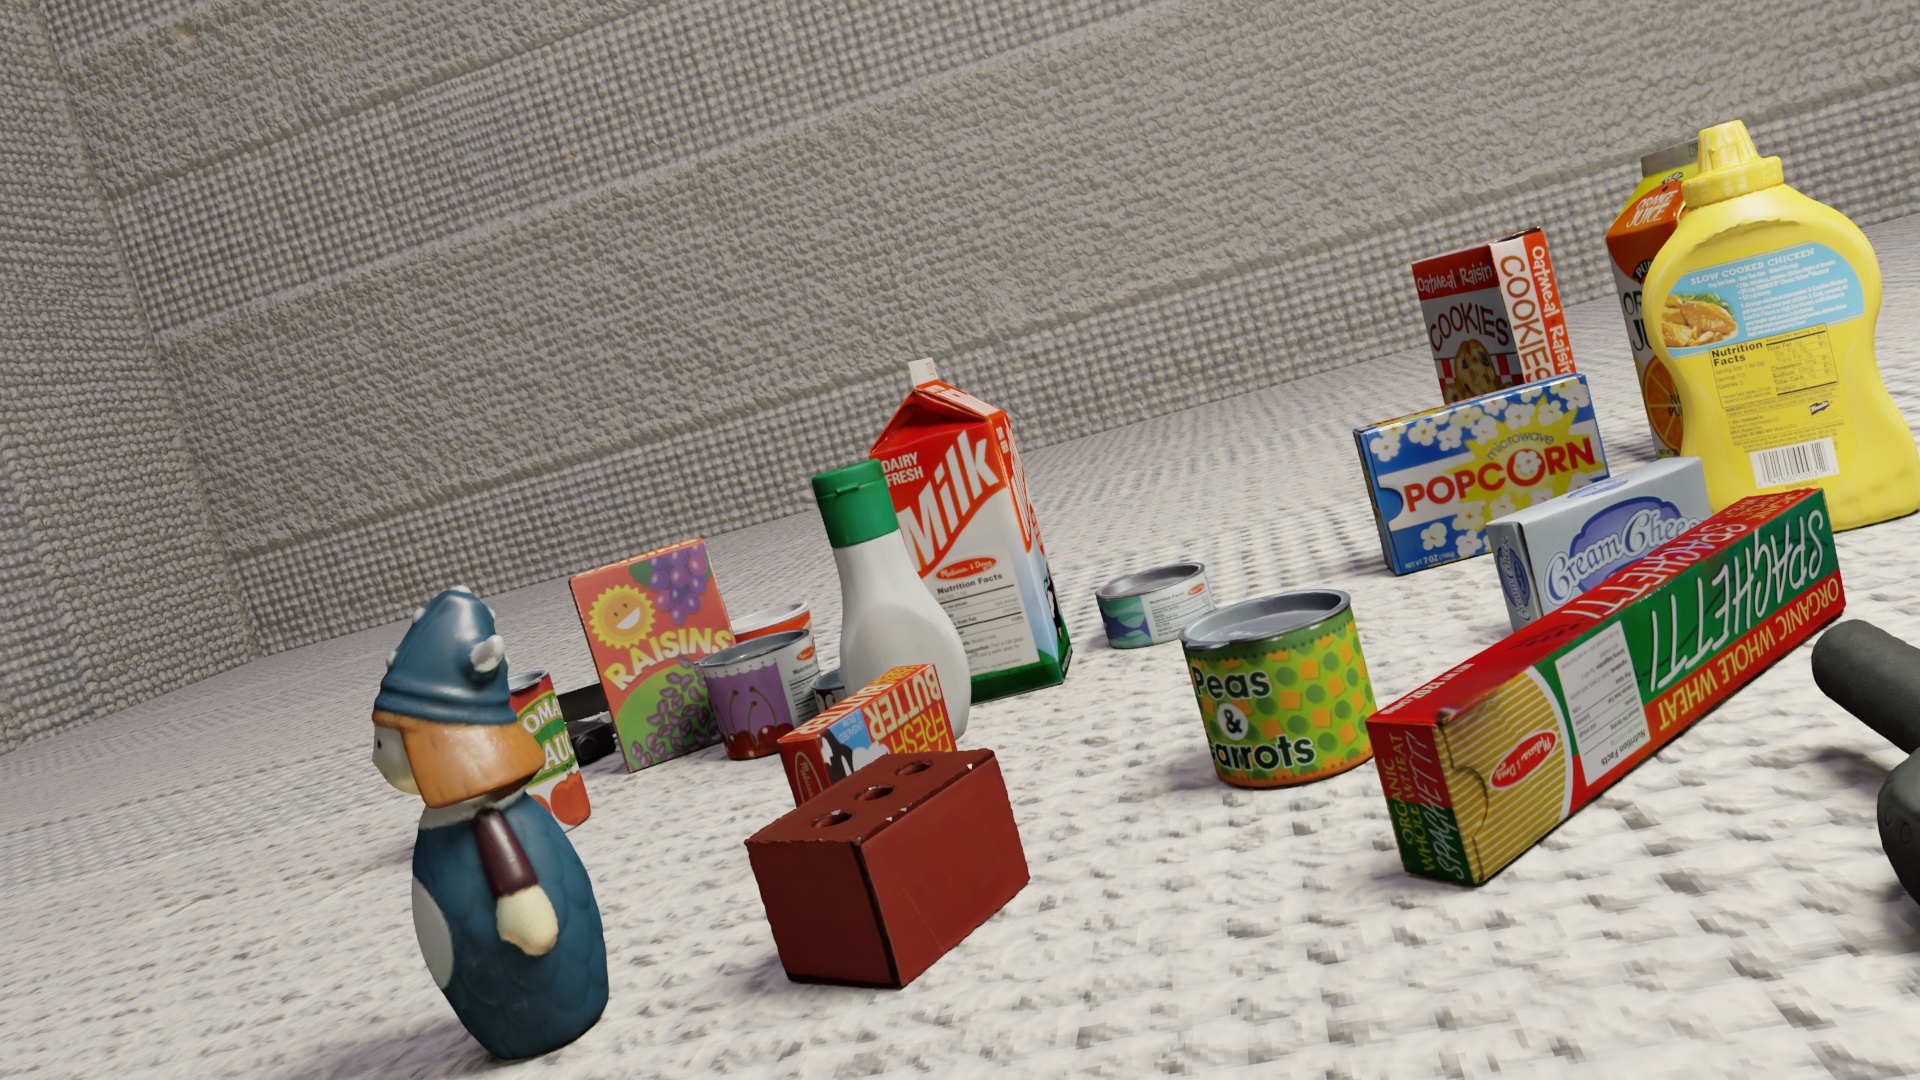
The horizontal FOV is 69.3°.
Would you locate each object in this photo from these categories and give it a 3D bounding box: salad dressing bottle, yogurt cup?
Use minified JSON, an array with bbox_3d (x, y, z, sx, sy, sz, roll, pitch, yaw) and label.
[{"bbox_3d":[-0.038,0.033,0.707,0.064,0.147,0.044,-16,6,2],"label":"salad dressing bottle"},{"bbox_3d":[-0.131,0.078,0.964,0.072,0.054,0.072,-16,6,2],"label":"yogurt cup"}]

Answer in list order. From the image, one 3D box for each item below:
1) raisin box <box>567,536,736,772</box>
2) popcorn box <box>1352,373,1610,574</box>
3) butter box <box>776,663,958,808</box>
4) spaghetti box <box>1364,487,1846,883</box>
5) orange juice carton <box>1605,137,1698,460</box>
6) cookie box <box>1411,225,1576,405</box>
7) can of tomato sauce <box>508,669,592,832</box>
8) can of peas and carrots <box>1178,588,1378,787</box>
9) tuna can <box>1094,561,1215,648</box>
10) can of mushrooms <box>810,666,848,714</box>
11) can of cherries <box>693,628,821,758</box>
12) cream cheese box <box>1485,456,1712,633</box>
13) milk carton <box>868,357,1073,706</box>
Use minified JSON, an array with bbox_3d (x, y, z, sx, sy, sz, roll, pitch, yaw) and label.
[{"bbox_3d":[-0.182,0.069,0.857,0.086,0.123,0.040,-18,6,-15],"label":"raisin box"},{"bbox_3d":[0.296,-0.038,0.787,0.127,0.085,0.038,-15,6,7],"label":"popcorn box"},{"bbox_3d":[-0.038,0.094,0.612,0.024,0.053,0.104,-12,7,29],"label":"butter box"},{"bbox_3d":[0.227,0.039,0.463,0.251,0.050,0.028,-20,8,-34],"label":"spaghetti box"},{"bbox_3d":[0.458,-0.147,0.848,0.073,0.192,0.072,-17,6,-6],"label":"orange juice carton"},{"bbox_3d":[0.367,-0.120,0.943,0.040,0.167,0.123,-16,6,-4],"label":"cookie box"},{"bbox_3d":[-0.242,0.119,0.752,0.071,0.083,0.071,-16,6,2],"label":"can of tomato sauce"},{"bbox_3d":[0.121,0.056,0.529,0.071,0.058,0.071,-16,6,2],"label":"can of peas and carrots"},{"bbox_3d":[0.113,0.038,0.813,0.071,0.032,0.071,-16,6,2],"label":"tuna can"},{"bbox_3d":[-0.049,0.087,0.783,0.071,0.033,0.071,-16,6,2],"label":"can of mushrooms"},{"bbox_3d":[-0.114,0.089,0.809,0.071,0.058,0.071,-16,6,2],"label":"can of cherries"},{"bbox_3d":[0.285,0.002,0.613,0.104,0.053,0.024,-18,6,-16],"label":"cream cheese box"},{"bbox_3d":[0.003,-0.010,0.783,0.073,0.190,0.072,-15,6,10],"label":"milk carton"}]
